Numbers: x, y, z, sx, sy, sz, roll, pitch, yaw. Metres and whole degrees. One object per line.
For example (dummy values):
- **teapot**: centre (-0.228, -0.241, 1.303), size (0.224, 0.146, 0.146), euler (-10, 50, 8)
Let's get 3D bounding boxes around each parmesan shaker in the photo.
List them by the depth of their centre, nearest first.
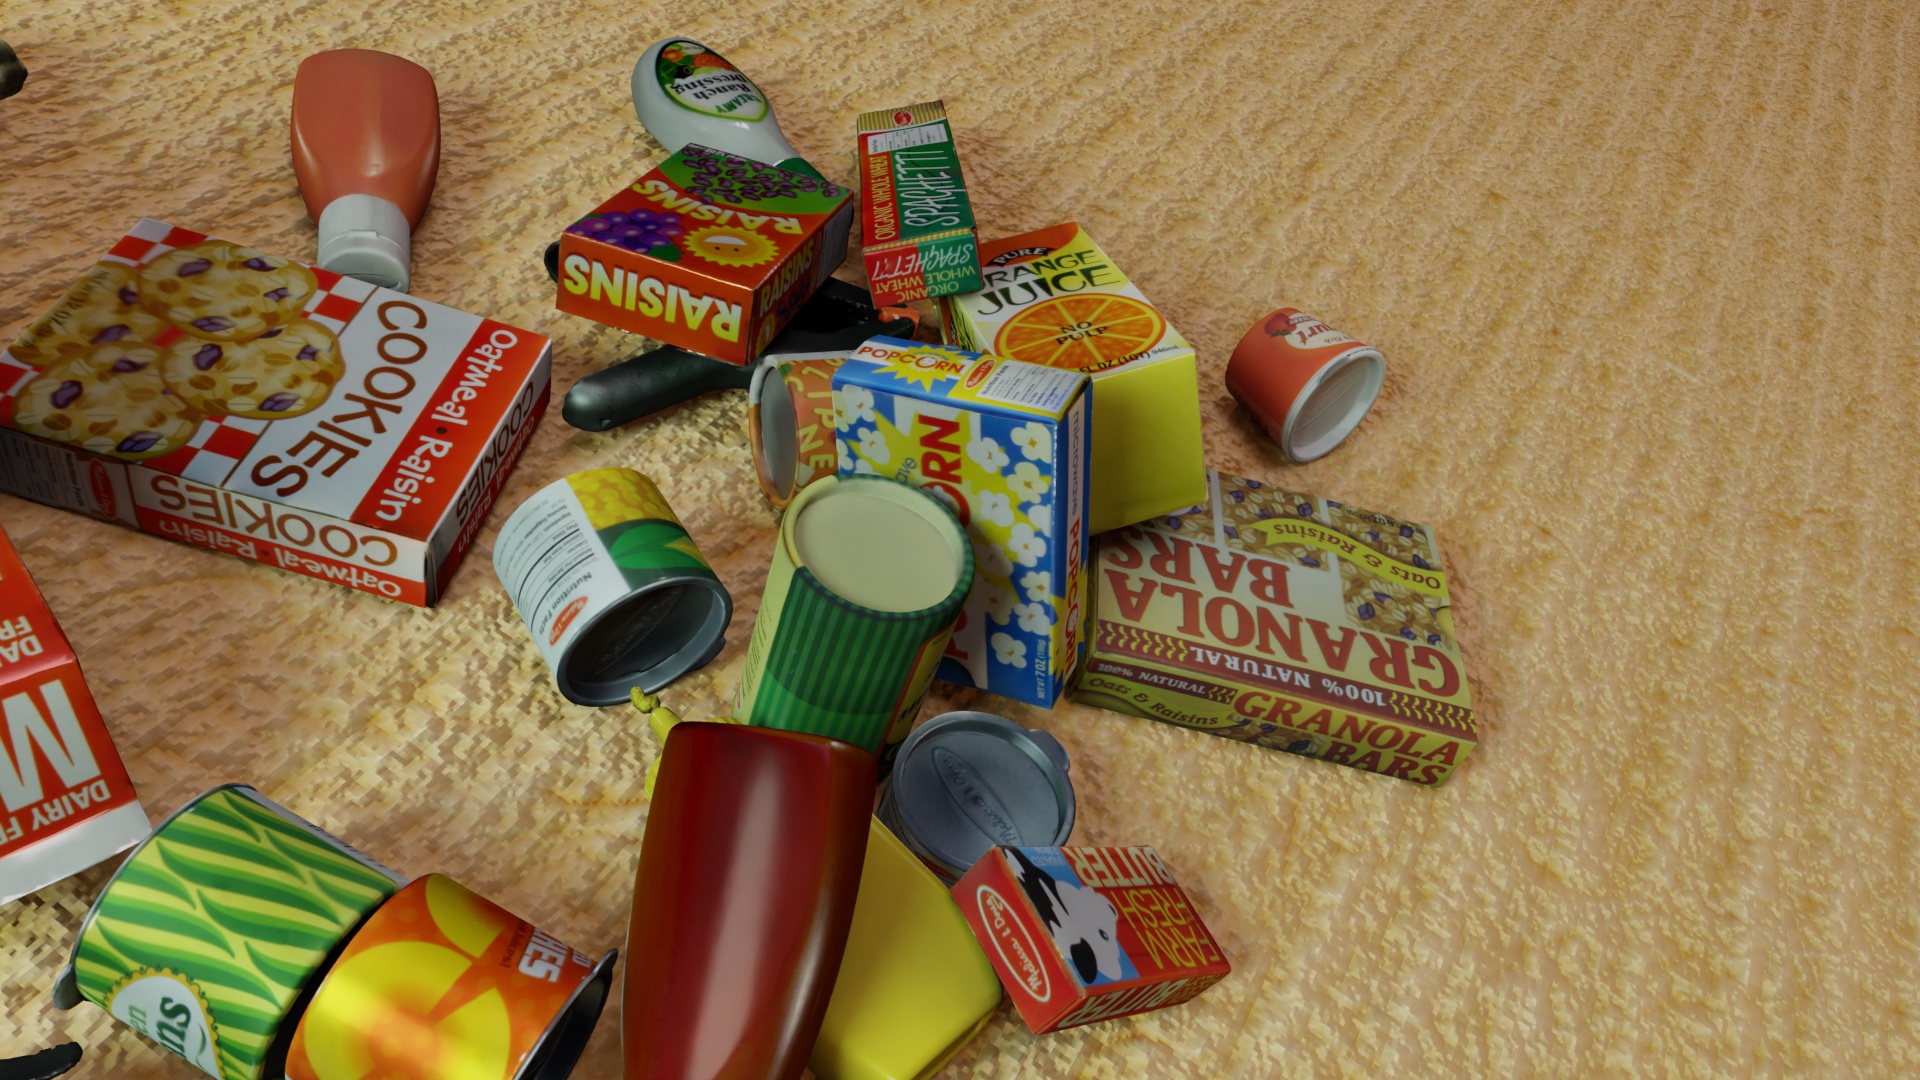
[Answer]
- **parmesan shaker**: centre (-0.039, 0.037, 0.481), size (0.071, 0.102, 0.072), euler (11, 46, -11)

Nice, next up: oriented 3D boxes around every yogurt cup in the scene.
- **yogurt cup**: centre (0.172, -0.081, 0.703), size (0.072, 0.072, 0.054), euler (-18, 49, -33)

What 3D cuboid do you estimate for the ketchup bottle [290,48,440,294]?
- **ketchup bottle**: centre (-0.268, -0.164, 0.626), size (0.065, 0.043, 0.149), euler (-1, 49, -21)

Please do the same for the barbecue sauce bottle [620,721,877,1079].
- **barbecue sauce bottle**: centre (-0.066, 0.127, 0.385), size (0.065, 0.043, 0.149), euler (1, 73, 26)

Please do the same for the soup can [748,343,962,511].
- **soup can**: centre (-0.039, -0.045, 0.587), size (0.084, 0.071, 0.071), euler (-7, 51, -26)

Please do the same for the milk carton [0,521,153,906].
- **milk carton**: centre (-0.311, 0.031, 0.404), size (0.072, 0.073, 0.191), euler (-27, 62, -37)

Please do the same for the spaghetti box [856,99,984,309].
- **spaghetti box**: centre (-0.024, -0.171, 0.674), size (0.050, 0.028, 0.251), euler (-10, 30, 1)

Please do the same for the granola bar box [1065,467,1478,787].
- **granola bar box**: centre (0.131, 0.029, 0.599), size (0.166, 0.038, 0.125), euler (14, 45, -8)

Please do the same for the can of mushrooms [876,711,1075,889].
- **can of mushrooms**: centre (0.007, 0.096, 0.492), size (0.071, 0.033, 0.071), euler (10, 45, -11)

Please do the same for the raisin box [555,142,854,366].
- **raisin box**: centre (-0.107, -0.127, 0.603), size (0.086, 0.039, 0.124), euler (18, 35, 5)

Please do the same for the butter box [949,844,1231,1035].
- **butter box**: centre (0.045, 0.126, 0.450), size (0.103, 0.024, 0.053), euler (17, 33, -53)

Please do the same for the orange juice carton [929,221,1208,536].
- **orange juice carton**: centre (0.039, -0.083, 0.614), size (0.072, 0.072, 0.193), euler (-16, 35, -6)

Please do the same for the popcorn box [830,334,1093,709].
- **popcorn box**: centre (0.002, -0.006, 0.507), size (0.085, 0.126, 0.038), euler (13, 37, 20)

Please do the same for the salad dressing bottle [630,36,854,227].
- **salad dressing bottle**: centre (-0.113, -0.205, 0.724), size (0.064, 0.043, 0.148), euler (-25, 61, -38)

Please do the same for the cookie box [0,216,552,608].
- **cookie box**: centre (-0.257, -0.051, 0.527), size (0.167, 0.040, 0.123), euler (16, 45, -4)

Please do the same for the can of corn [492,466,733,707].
- **can of corn**: centre (-0.123, 0.017, 0.497), size (0.071, 0.070, 0.058), euler (-18, 57, -33)

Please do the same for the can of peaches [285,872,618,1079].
- **can of peaches**: centre (-0.137, 0.131, 0.380), size (0.058, 0.070, 0.071), euler (27, 45, 6)

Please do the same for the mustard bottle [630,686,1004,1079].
- **mustard bottle**: centre (-0.057, 0.104, 0.449), size (0.065, 0.048, 0.160), euler (-30, 63, -32)

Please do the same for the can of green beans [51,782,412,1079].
- **can of green beans**: centre (-0.193, 0.109, 0.380), size (0.058, 0.071, 0.071), euler (28, 45, 6)
